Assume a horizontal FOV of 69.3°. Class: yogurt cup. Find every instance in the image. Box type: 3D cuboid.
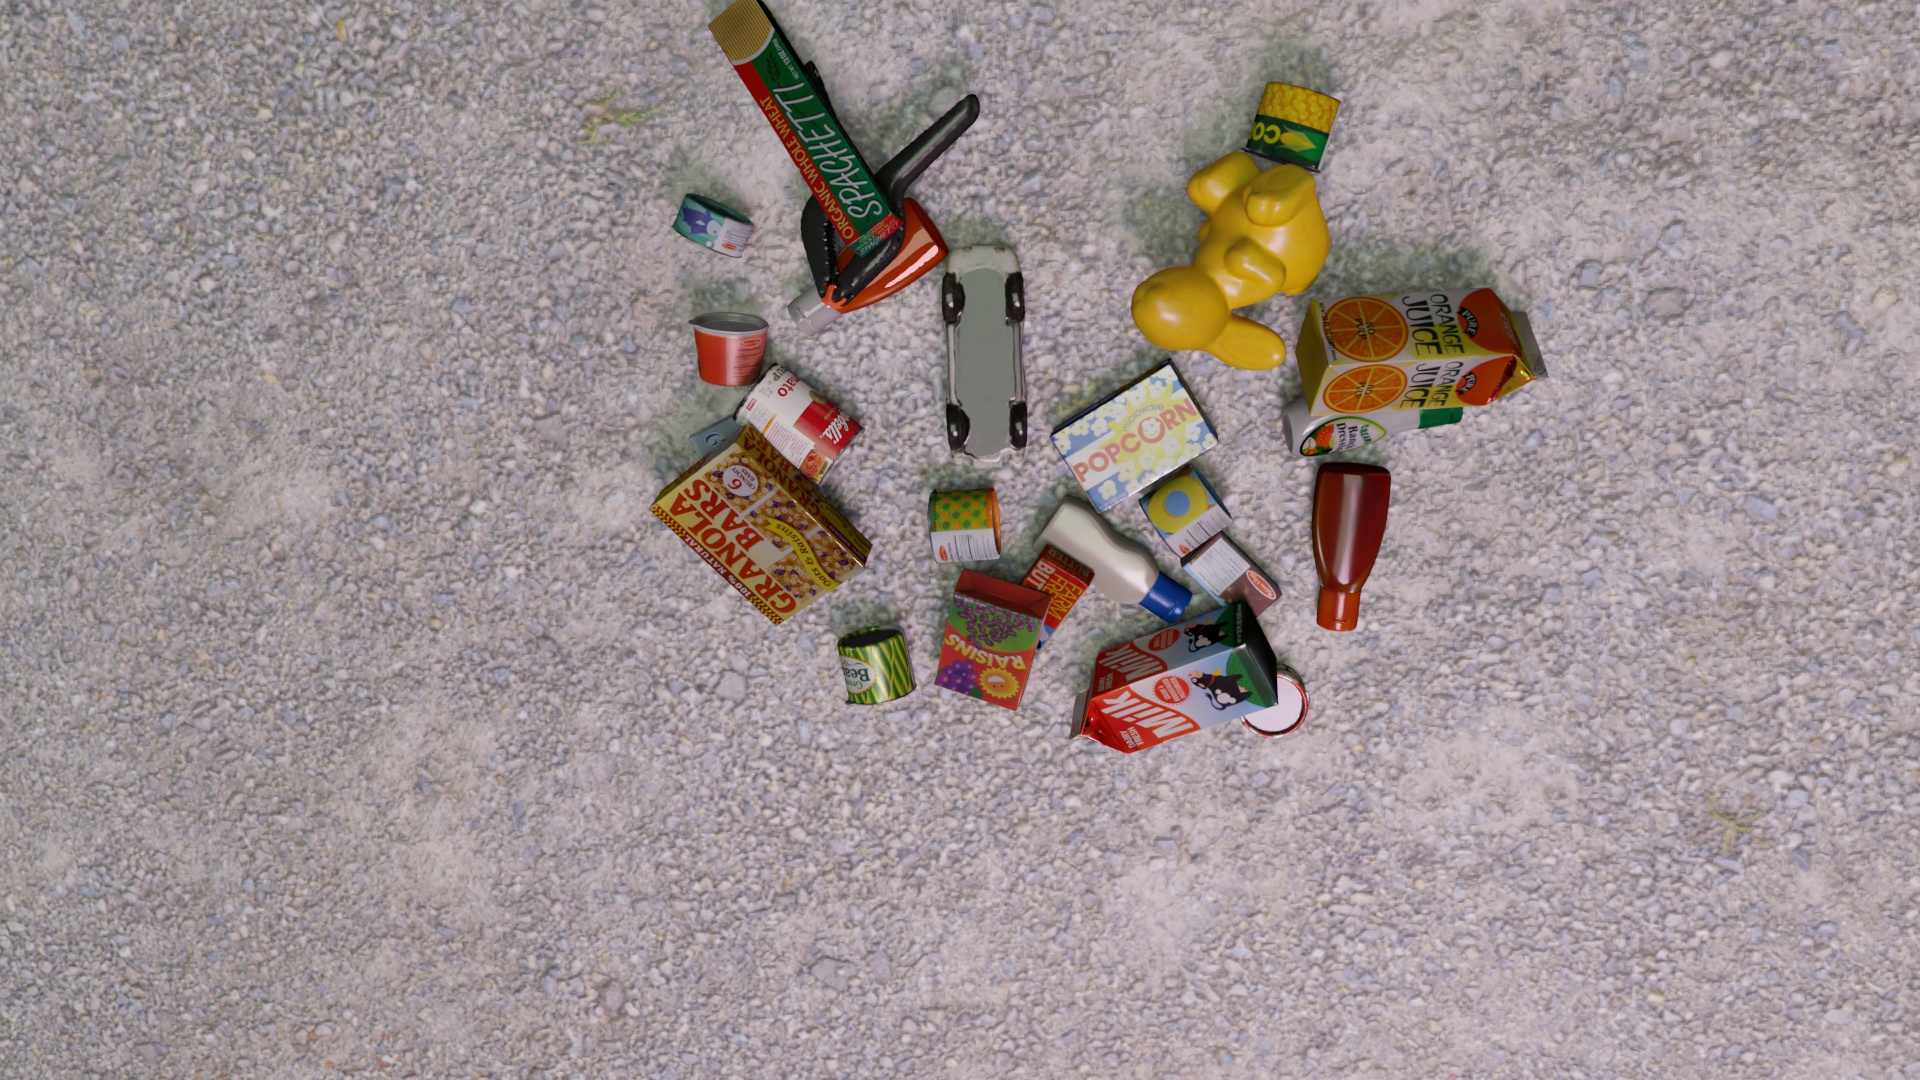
[{"bbox_3d":[-0.208,-0.173,1.256,0.072,0.073,0.053,8,113,5],"label":"yogurt cup"}]

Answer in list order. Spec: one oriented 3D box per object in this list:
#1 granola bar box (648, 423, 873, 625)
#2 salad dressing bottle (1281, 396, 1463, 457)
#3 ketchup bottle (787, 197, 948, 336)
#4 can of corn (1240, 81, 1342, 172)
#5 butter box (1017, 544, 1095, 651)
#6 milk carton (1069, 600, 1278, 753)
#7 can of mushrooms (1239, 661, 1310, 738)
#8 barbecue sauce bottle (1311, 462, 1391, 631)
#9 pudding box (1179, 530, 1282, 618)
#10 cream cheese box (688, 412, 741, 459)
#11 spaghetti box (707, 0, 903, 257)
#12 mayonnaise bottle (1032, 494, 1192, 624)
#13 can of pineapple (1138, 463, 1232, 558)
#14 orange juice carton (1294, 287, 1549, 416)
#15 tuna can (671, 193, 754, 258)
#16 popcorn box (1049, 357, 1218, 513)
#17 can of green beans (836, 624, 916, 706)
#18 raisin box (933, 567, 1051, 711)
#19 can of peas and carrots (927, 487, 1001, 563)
[{"bbox_3d":[-0.182,-0.012,1.272,0.124,0.039,0.165,-33,112,30],"label":"granola bar box"},{"bbox_3d":[0.357,-0.108,1.204,0.148,0.044,0.064,-10,146,3],"label":"salad dressing bottle"},{"bbox_3d":[-0.086,-0.237,1.233,0.148,0.043,0.064,-34,88,14],"label":"ketchup bottle"},{"bbox_3d":[0.273,-0.342,1.148,0.071,0.071,0.058,17,105,3],"label":"can of corn"},{"bbox_3d":[0.077,0.053,1.275,0.053,0.024,0.103,31,132,-1],"label":"butter box"},{"bbox_3d":[0.186,0.132,1.262,0.190,0.073,0.073,-22,114,23],"label":"milk carton"},{"bbox_3d":[0.290,0.148,1.288,0.071,0.033,0.071,2,104,7],"label":"can of mushrooms"},{"bbox_3d":[0.344,0.006,1.240,0.065,0.044,0.148,4,105,7],"label":"barbecue sauce bottle"},{"bbox_3d":[0.246,0.033,1.266,0.083,0.030,0.049,44,104,-5],"label":"pudding box"},{"bbox_3d":[-0.207,-0.064,1.303,0.053,0.024,0.103,-24,100,12],"label":"cream cheese box"},{"bbox_3d":[-0.132,-0.354,1.175,0.050,0.029,0.250,-35,77,15],"label":"spaghetti box"},{"bbox_3d":[0.141,0.022,1.272,0.148,0.041,0.064,34,113,-3],"label":"mayonnaise bottle"},{"bbox_3d":[0.200,-0.028,1.238,0.058,0.071,0.071,-36,97,14],"label":"can of pineapple"},{"bbox_3d":[0.386,-0.158,1.157,0.193,0.072,0.072,-4,60,-1],"label":"orange juice carton"},{"bbox_3d":[-0.220,-0.280,1.230,0.071,0.071,0.032,27,106,0],"label":"tuna can"},{"bbox_3d":[0.155,-0.093,1.241,0.126,0.038,0.085,-31,98,14],"label":"popcorn box"},{"bbox_3d":[-0.079,0.117,1.310,0.071,0.071,0.057,-9,103,10],"label":"can of green beans"},{"bbox_3d":[0.028,0.092,1.281,0.086,0.040,0.122,17,130,6],"label":"raisin box"},{"bbox_3d":[0.005,-0.016,1.268,0.059,0.071,0.070,-4,104,8],"label":"can of peas and carrots"}]
